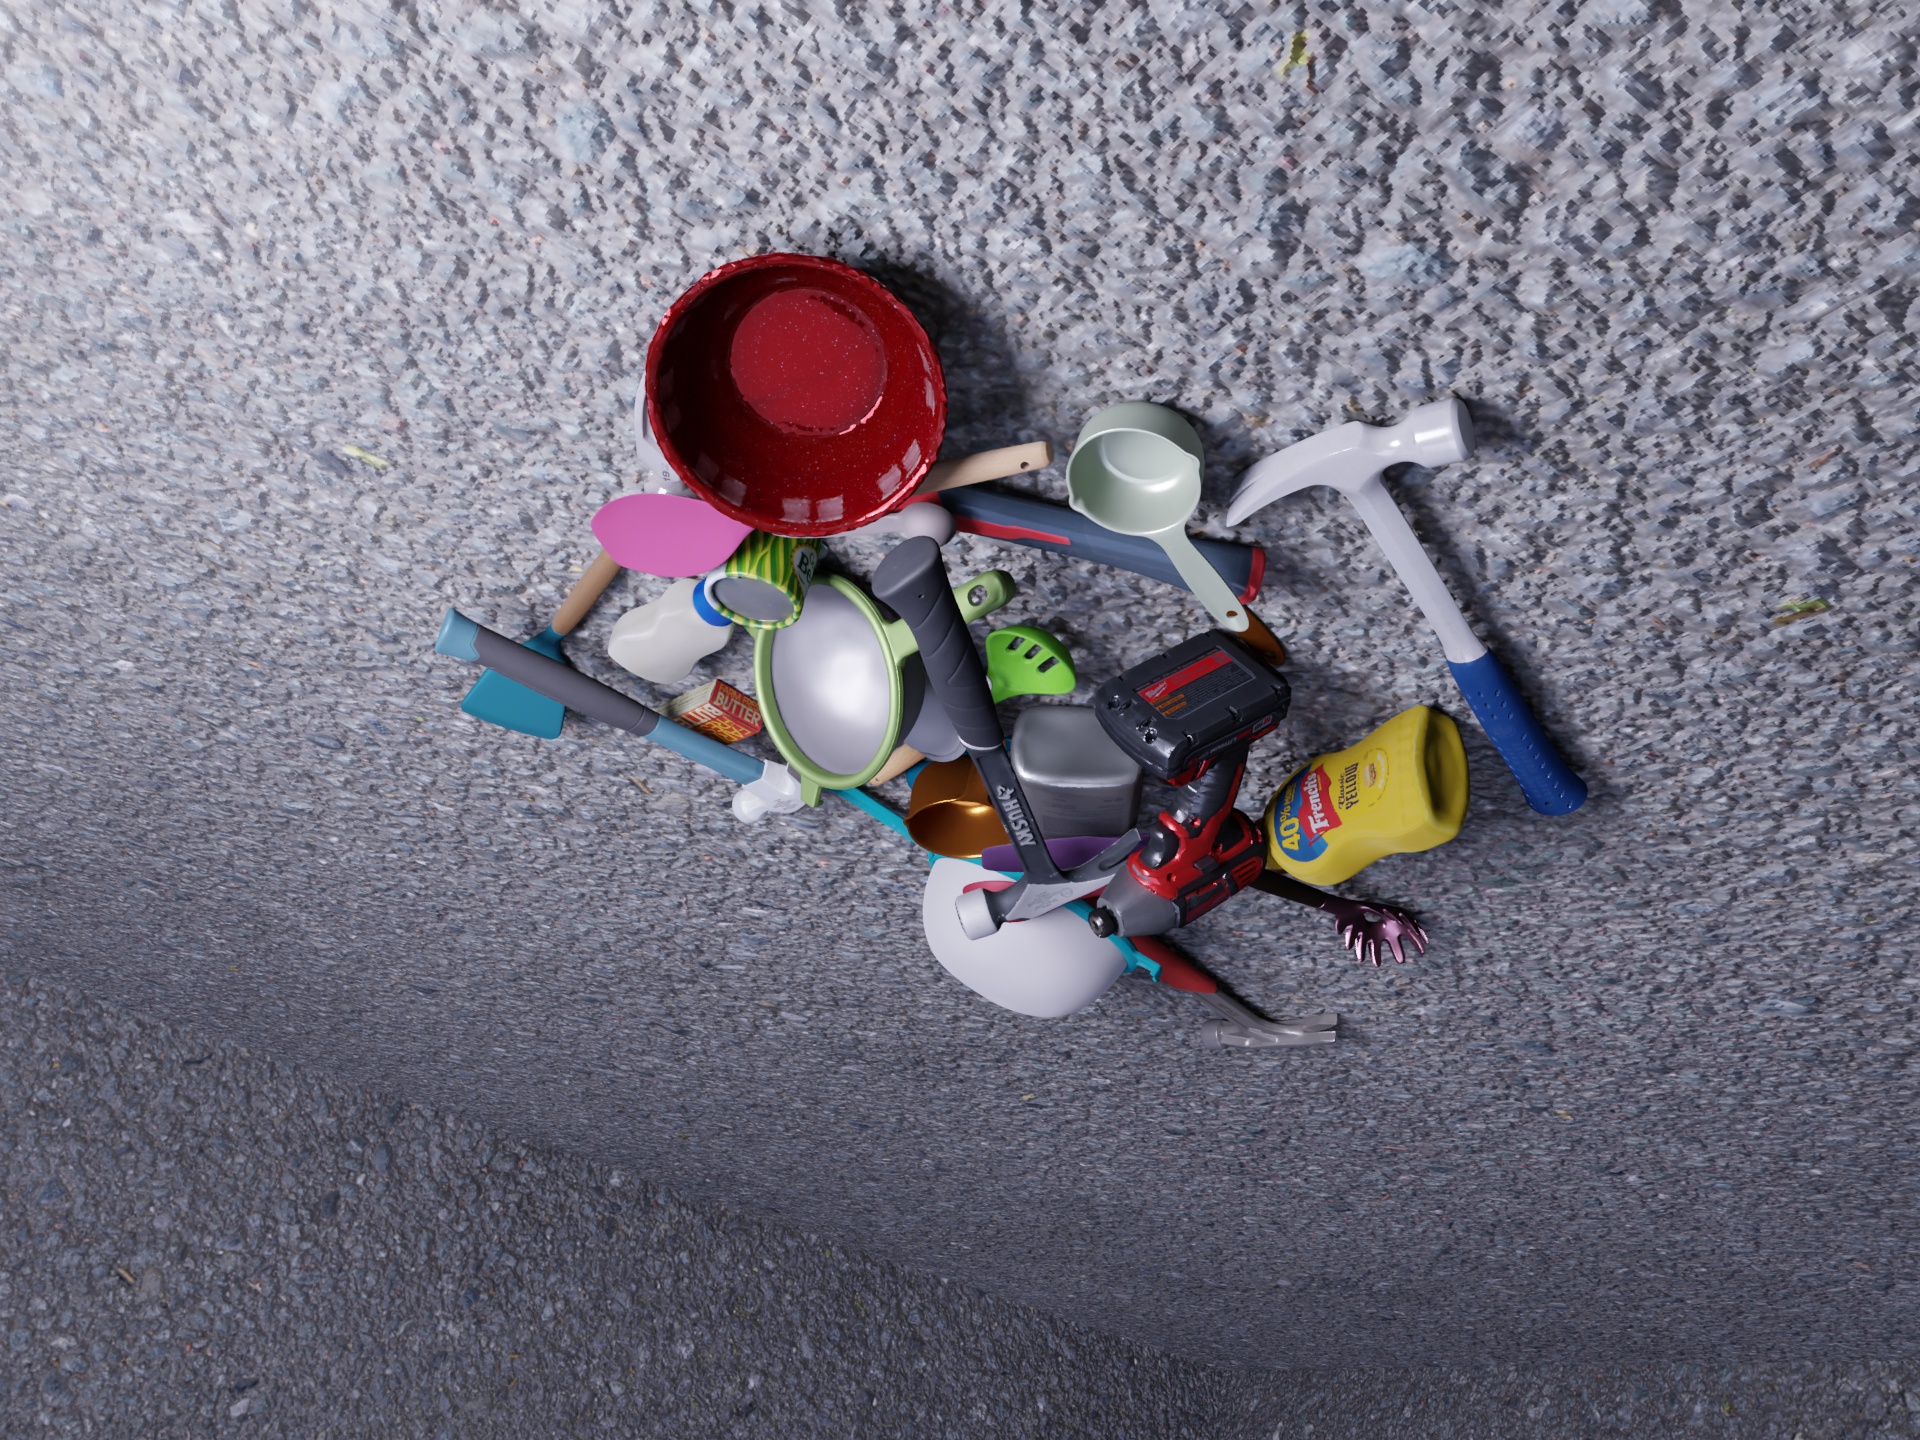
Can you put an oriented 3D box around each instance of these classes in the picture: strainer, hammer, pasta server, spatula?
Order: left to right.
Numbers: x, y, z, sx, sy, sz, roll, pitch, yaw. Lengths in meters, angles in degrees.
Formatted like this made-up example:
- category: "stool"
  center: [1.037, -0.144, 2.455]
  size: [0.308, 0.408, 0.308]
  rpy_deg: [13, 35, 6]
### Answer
- category: "spatula"
  center: [-0.288, -0.071, 1.179]
  size: [0.082, 0.044, 0.317]
  rpy_deg: [20, 149, -23]
- category: "hammer"
  center: [-0.253, -0.002, 1.230]
  size: [0.330, 0.033, 0.128]
  rpy_deg: [28, 148, -33]
- category: "strainer"
  center: [-0.066, 0.004, 1.209]
  size: [0.050, 0.087, 0.258]
  rpy_deg: [-23, -178, -35]
- category: "strainer"
  center: [-0.039, -0.048, 1.073]
  size: [0.069, 0.151, 0.256]
  rpy_deg: [-13, 170, -46]
- category: "hammer"
  center: [-0.004, -0.139, 0.956]
  size: [0.386, 0.038, 0.143]
  rpy_deg: [13, 149, 0]
- category: "strainer"
  center: [-0.004, 0.167, 1.385]
  size: [0.340, 0.095, 0.211]
  rpy_deg: [35, 162, -20]
- category: "hammer"
  center: [0.024, 0.021, 1.050]
  size: [0.149, 0.036, 0.408]
  rpy_deg: [-20, 142, 3]
- category: "hammer"
  center: [0.213, 0.240, 1.529]
  size: [0.149, 0.037, 0.358]
  rpy_deg: [-15, 141, 39]
- category: "spatula"
  center: [0.173, 0.092, 1.222]
  size: [0.316, 0.018, 0.059]
  rpy_deg: [-6, 152, 0]
- category: "pasta server"
  center: [0.276, 0.146, 1.285]
  size: [0.316, 0.040, 0.060]
  rpy_deg: [21, 137, -39]
- category: "hammer"
  center: [0.306, -0.049, 0.993]
  size: [0.144, 0.035, 0.405]
  rpy_deg: [-10, 144, 34]

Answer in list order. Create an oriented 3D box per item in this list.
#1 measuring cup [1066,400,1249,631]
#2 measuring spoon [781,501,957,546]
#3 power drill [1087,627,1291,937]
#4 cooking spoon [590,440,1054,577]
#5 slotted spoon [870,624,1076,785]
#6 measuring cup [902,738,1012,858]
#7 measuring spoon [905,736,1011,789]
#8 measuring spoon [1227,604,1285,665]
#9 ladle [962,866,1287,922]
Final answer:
- category: "measuring cup"
  center: [0.126, -0.117, 0.920]
  size: [0.083, 0.038, 0.167]
  rpy_deg: [-17, 131, 34]
- category: "measuring spoon"
  center: [-0.062, -0.114, 0.962]
  size: [0.124, 0.018, 0.034]
  rpy_deg: [1, 146, 20]
- category: "power drill"
  center: [0.149, 0.058, 1.088]
  size: [0.079, 0.143, 0.219]
  rpy_deg: [45, 151, 38]
- category: "cooking spoon"
  center: [-0.090, -0.130, 0.947]
  size: [0.319, 0.017, 0.068]
  rpy_deg: [-7, 134, 28]
- category: "slotted spoon"
  center: [-0.002, -0.004, 1.201]
  size: [0.070, 0.031, 0.313]
  rpy_deg: [36, 148, -11]
- category: "measuring cup"
  center: [0.011, 0.042, 1.229]
  size: [0.095, 0.052, 0.173]
  rpy_deg: [9, 142, -7]
- category: "measuring spoon"
  center: [0.000, 0.040, 1.279]
  size: [0.042, 0.021, 0.128]
  rpy_deg: [30, 146, -28]
- category: "measuring spoon"
  center: [0.181, -0.064, 1.038]
  size: [0.021, 0.011, 0.116]
  rpy_deg: [-13, 142, 37]
- category: "ladle"
  center: [0.159, 0.130, 1.287]
  size: [0.315, 0.031, 0.069]
  rpy_deg: [-8, 155, 0]
